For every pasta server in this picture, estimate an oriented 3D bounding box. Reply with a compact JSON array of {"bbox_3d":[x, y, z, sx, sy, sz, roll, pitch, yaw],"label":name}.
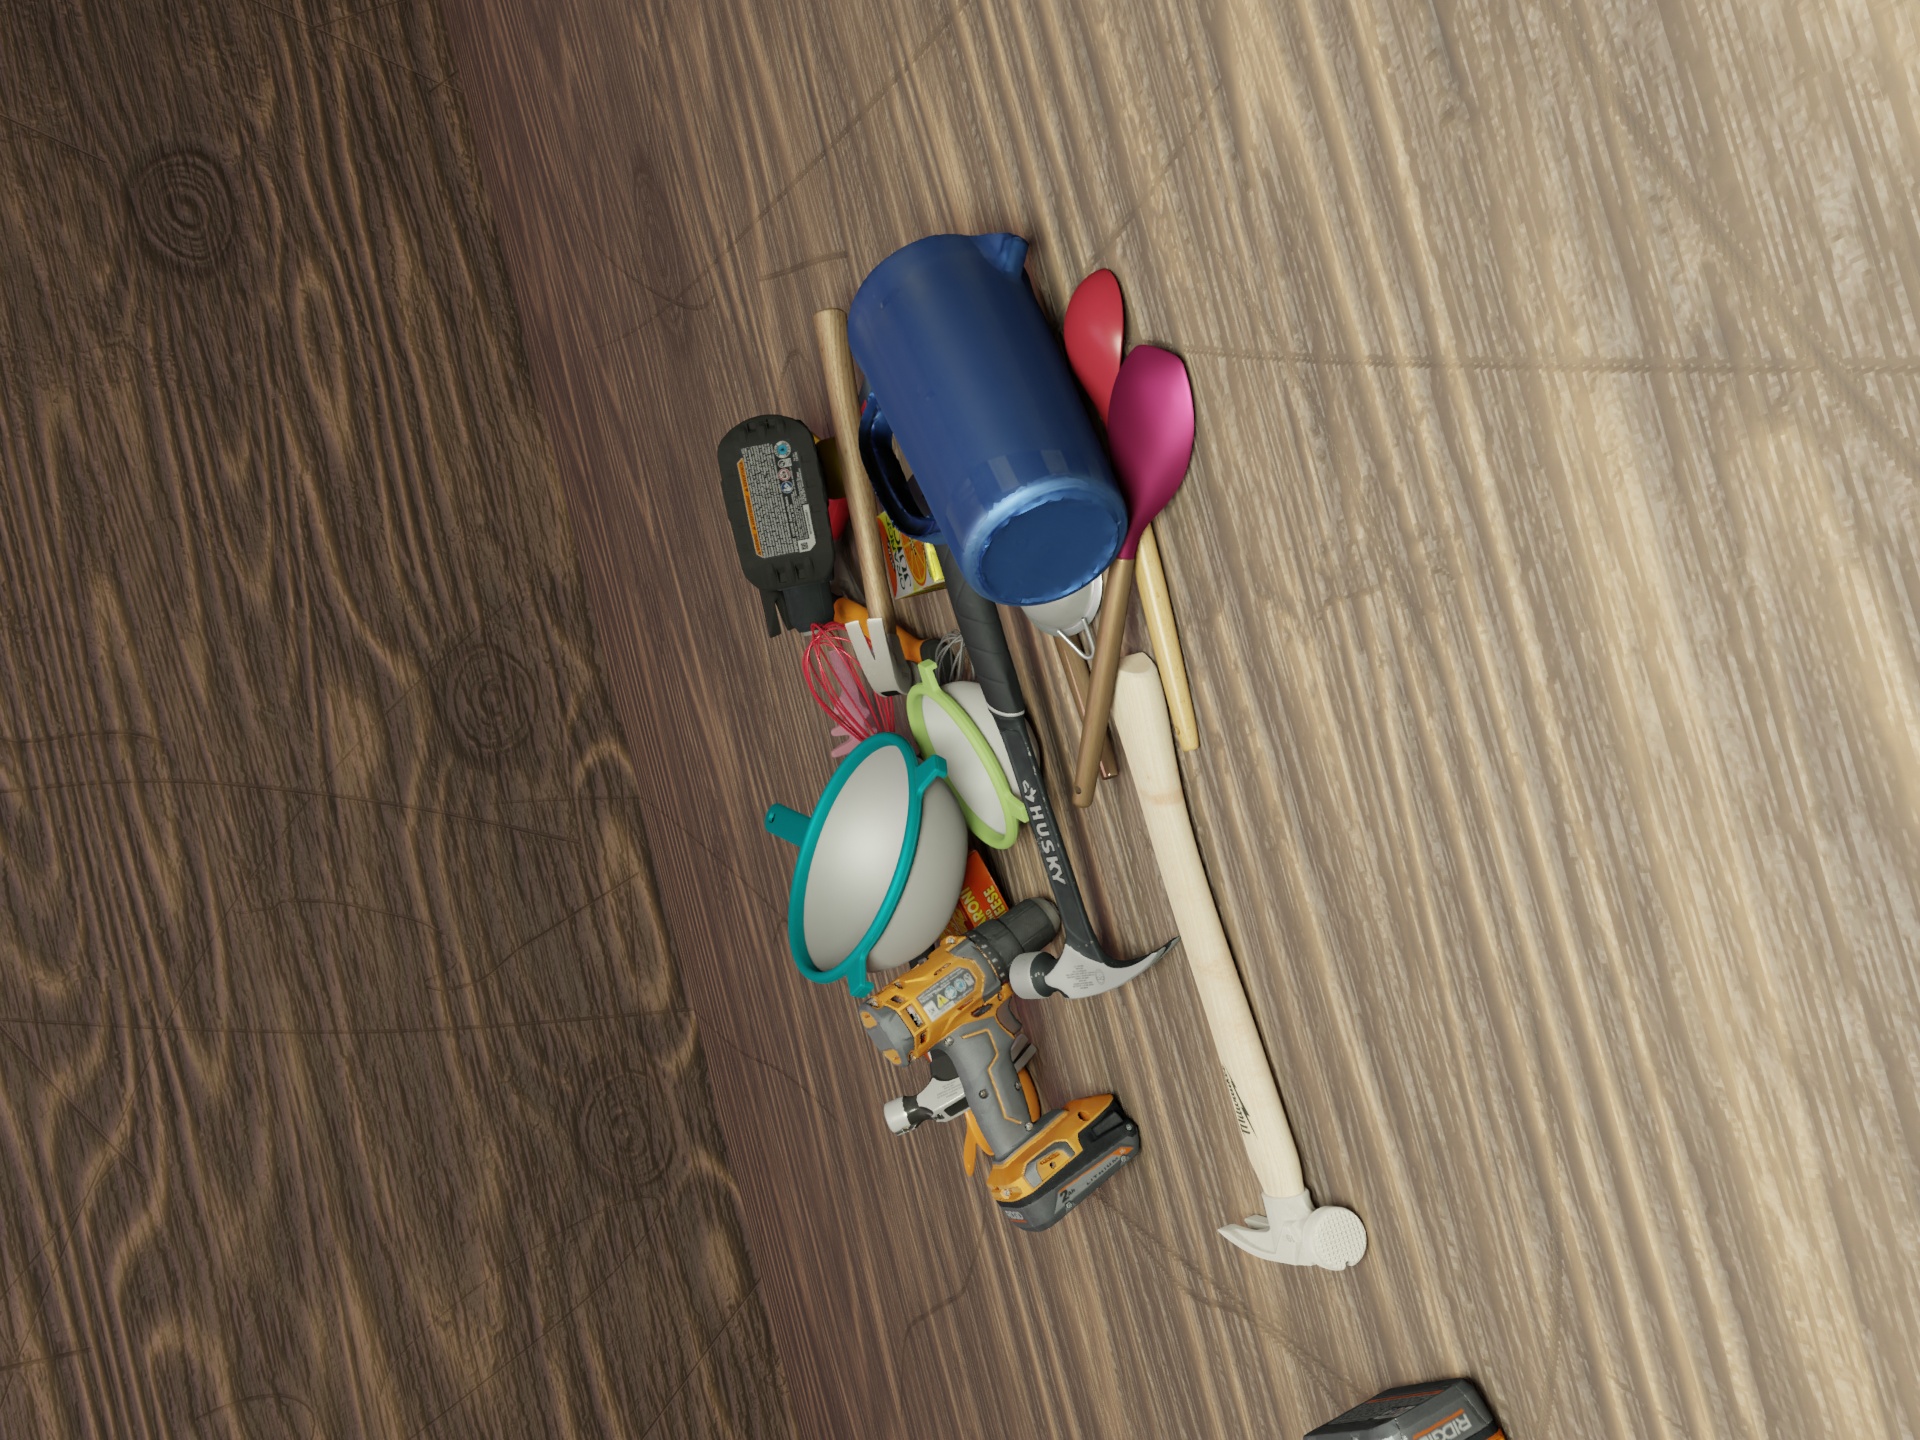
[{"bbox_3d":[-0.133,-0.092,1.506,0.060,0.040,0.316,-14,97,50],"label":"pasta server"}]

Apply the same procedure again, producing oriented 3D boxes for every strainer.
[{"bbox_3d":[0.047,-0.166,1.154,0.087,0.050,0.258,-26,73,47],"label":"strainer"},{"bbox_3d":[0.018,0.042,1.334,0.151,0.069,0.256,56,163,14],"label":"strainer"},{"bbox_3d":[-0.080,0.117,1.366,0.340,0.095,0.211,12,82,66],"label":"strainer"}]

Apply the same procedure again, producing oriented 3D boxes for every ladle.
[{"bbox_3d":[0.113,-0.133,1.029,0.069,0.031,0.315,177,78,-71],"label":"ladle"}]

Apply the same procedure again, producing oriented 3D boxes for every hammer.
[{"bbox_3d":[-0.084,-0.184,1.344,0.130,0.031,0.331,-2,-98,-79],"label":"hammer"},{"bbox_3d":[-0.087,-0.243,1.460,0.386,0.038,0.143,121,130,-62],"label":"hammer"},{"bbox_3d":[0.042,0.008,1.152,0.149,0.036,0.409,-13,98,44],"label":"hammer"},{"bbox_3d":[-0.032,0.225,1.532,0.035,0.146,0.335,54,-166,-46],"label":"hammer"},{"bbox_3d":[-0.108,-0.094,1.536,0.337,0.034,0.127,32,138,49],"label":"hammer"},{"bbox_3d":[0.162,0.156,1.068,0.146,0.038,0.411,143,113,-69],"label":"hammer"}]

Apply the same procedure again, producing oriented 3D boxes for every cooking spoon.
[{"bbox_3d":[0.101,-0.082,1.027,0.069,0.017,0.318,30,125,38],"label":"cooking spoon"}]

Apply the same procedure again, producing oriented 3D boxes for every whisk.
[{"bbox_3d":[-0.069,0.023,1.453,0.073,0.073,0.295,47,167,53],"label":"whisk"},{"bbox_3d":[-0.003,-0.005,1.383,0.238,0.055,0.055,99,150,-54],"label":"whisk"}]

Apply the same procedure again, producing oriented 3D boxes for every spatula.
[{"bbox_3d":[0.063,-0.106,1.183,0.059,0.018,0.316,134,121,-64],"label":"spatula"}]

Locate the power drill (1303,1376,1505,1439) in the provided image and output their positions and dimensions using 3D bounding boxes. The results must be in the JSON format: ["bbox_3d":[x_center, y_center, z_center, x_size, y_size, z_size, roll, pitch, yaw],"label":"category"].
[{"bbox_3d":[0.287,0.503,0.901,0.227,0.084,0.164,65,157,19],"label":"power drill"}]

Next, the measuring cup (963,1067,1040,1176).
[{"bbox_3d":[0.035,0.384,1.518,0.173,0.052,0.095,97,151,-47],"label":"measuring cup"}]

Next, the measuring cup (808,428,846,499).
[{"bbox_3d":[-0.141,-0.251,1.489,0.157,0.029,0.062,42,142,49],"label":"measuring cup"}]

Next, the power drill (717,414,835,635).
[{"bbox_3d":[-0.146,-0.166,1.354,0.228,0.080,0.190,-119,18,-85],"label":"power drill"}]

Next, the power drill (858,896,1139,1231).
[{"bbox_3d":[0.051,0.270,1.289,0.226,0.185,0.084,55,157,2],"label":"power drill"}]
